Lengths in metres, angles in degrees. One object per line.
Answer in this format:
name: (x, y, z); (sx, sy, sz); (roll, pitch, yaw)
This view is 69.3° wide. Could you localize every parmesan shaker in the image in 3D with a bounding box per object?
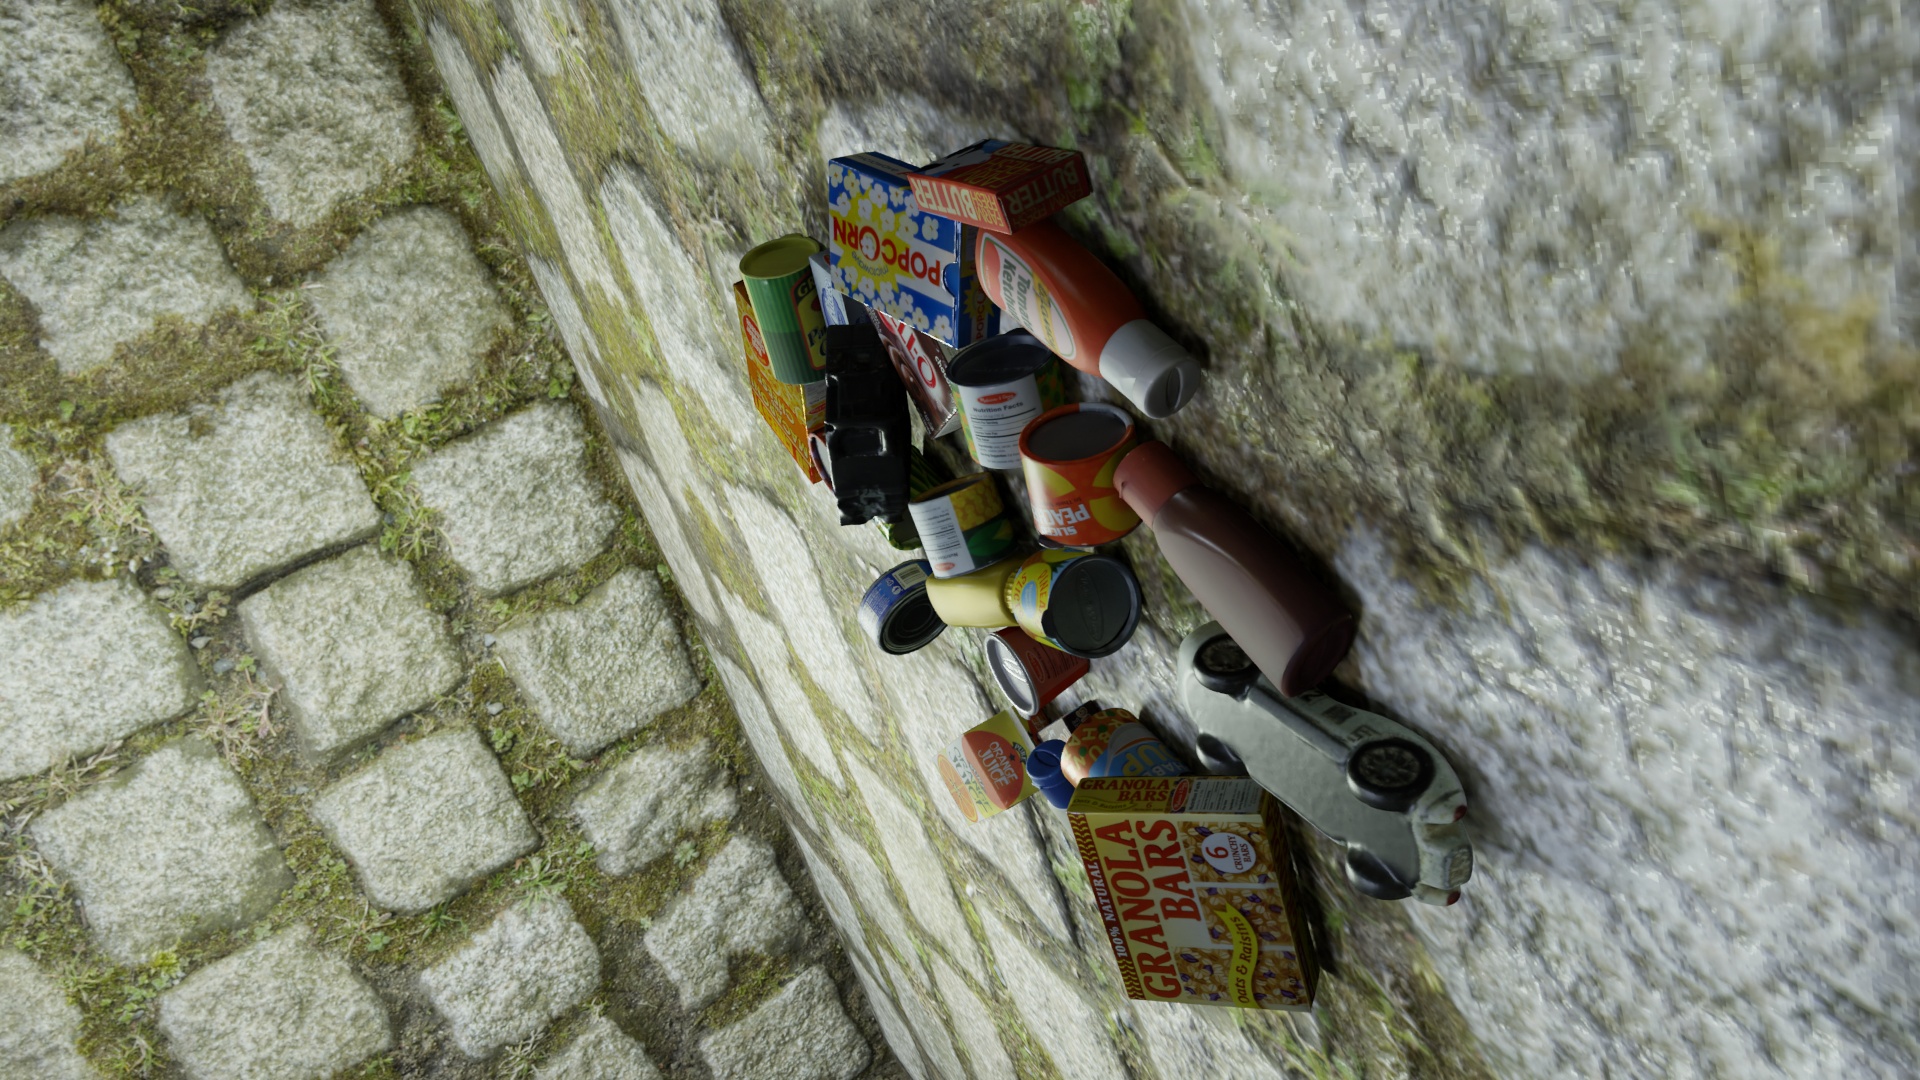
parmesan shaker: (-0.133, -0.188, 1.134); (0.071, 0.071, 0.102); (42, 154, 46)

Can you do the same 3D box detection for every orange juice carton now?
orange juice carton: (0.038, 0.187, 1.186); (0.072, 0.073, 0.192); (60, 162, 9)

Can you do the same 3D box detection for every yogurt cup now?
yogurt cup: (0.057, 0.087, 1.020); (0.072, 0.054, 0.072); (52, 159, 29)

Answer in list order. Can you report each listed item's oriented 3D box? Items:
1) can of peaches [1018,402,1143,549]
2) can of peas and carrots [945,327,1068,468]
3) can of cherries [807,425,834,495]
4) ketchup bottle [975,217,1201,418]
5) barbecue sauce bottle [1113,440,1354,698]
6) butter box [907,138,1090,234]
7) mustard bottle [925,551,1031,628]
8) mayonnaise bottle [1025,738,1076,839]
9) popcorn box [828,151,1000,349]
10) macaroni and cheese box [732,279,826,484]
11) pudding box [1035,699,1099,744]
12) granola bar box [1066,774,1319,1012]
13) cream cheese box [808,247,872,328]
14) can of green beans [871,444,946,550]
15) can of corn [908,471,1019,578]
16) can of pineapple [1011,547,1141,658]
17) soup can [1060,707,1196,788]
can of peaches: (0.068, -0.037, 0.784); (0.071, 0.071, 0.057); (40, 151, 49)
can of peas and carrots: (0.031, -0.085, 0.829); (0.071, 0.071, 0.058); (37, 150, 53)
can of cherries: (-0.091, -0.077, 1.183); (0.072, 0.058, 0.071); (52, 159, 28)
ketchup bottle: (0.065, -0.118, 0.721); (0.149, 0.044, 0.064); (47, 159, 37)
barbecue sauce bottle: (0.135, 0.008, 0.710); (0.149, 0.044, 0.064); (51, 159, 32)
butter box: (0.019, -0.188, 0.730); (0.104, 0.053, 0.024); (34, 149, 56)
mustard bottle: (0.031, 0.037, 1.009); (0.160, 0.065, 0.048); (3, 119, 65)
mayonnaise bottle: (0.100, 0.205, 1.031); (0.065, 0.041, 0.147); (20, 152, 53)
popcorn box: (-0.029, -0.177, 0.837); (0.127, 0.038, 0.084); (32, 131, 40)
macaroni and cheese box: (-0.156, -0.149, 1.289); (0.124, 0.040, 0.165); (52, 159, 29)
pudding box: (0.091, 0.156, 1.066); (0.050, 0.030, 0.083); (58, 162, 8)
granola bar box: (0.149, 0.222, 0.878); (0.124, 0.039, 0.165); (-5, 119, 26)
cream cheese box: (-0.087, -0.174, 1.090); (0.053, 0.024, 0.103); (45, 155, 45)
can of green beans: (-0.044, -0.034, 1.103); (0.058, 0.071, 0.071); (50, 158, 33)
can of corn: (0.004, -0.013, 1.008); (0.071, 0.071, 0.058); (6, 119, 69)
can of pineapple: (0.071, 0.038, 0.886); (0.058, 0.071, 0.071); (13, 128, 67)
soup can: (0.118, 0.161, 0.944); (0.084, 0.071, 0.071); (44, 155, 45)
